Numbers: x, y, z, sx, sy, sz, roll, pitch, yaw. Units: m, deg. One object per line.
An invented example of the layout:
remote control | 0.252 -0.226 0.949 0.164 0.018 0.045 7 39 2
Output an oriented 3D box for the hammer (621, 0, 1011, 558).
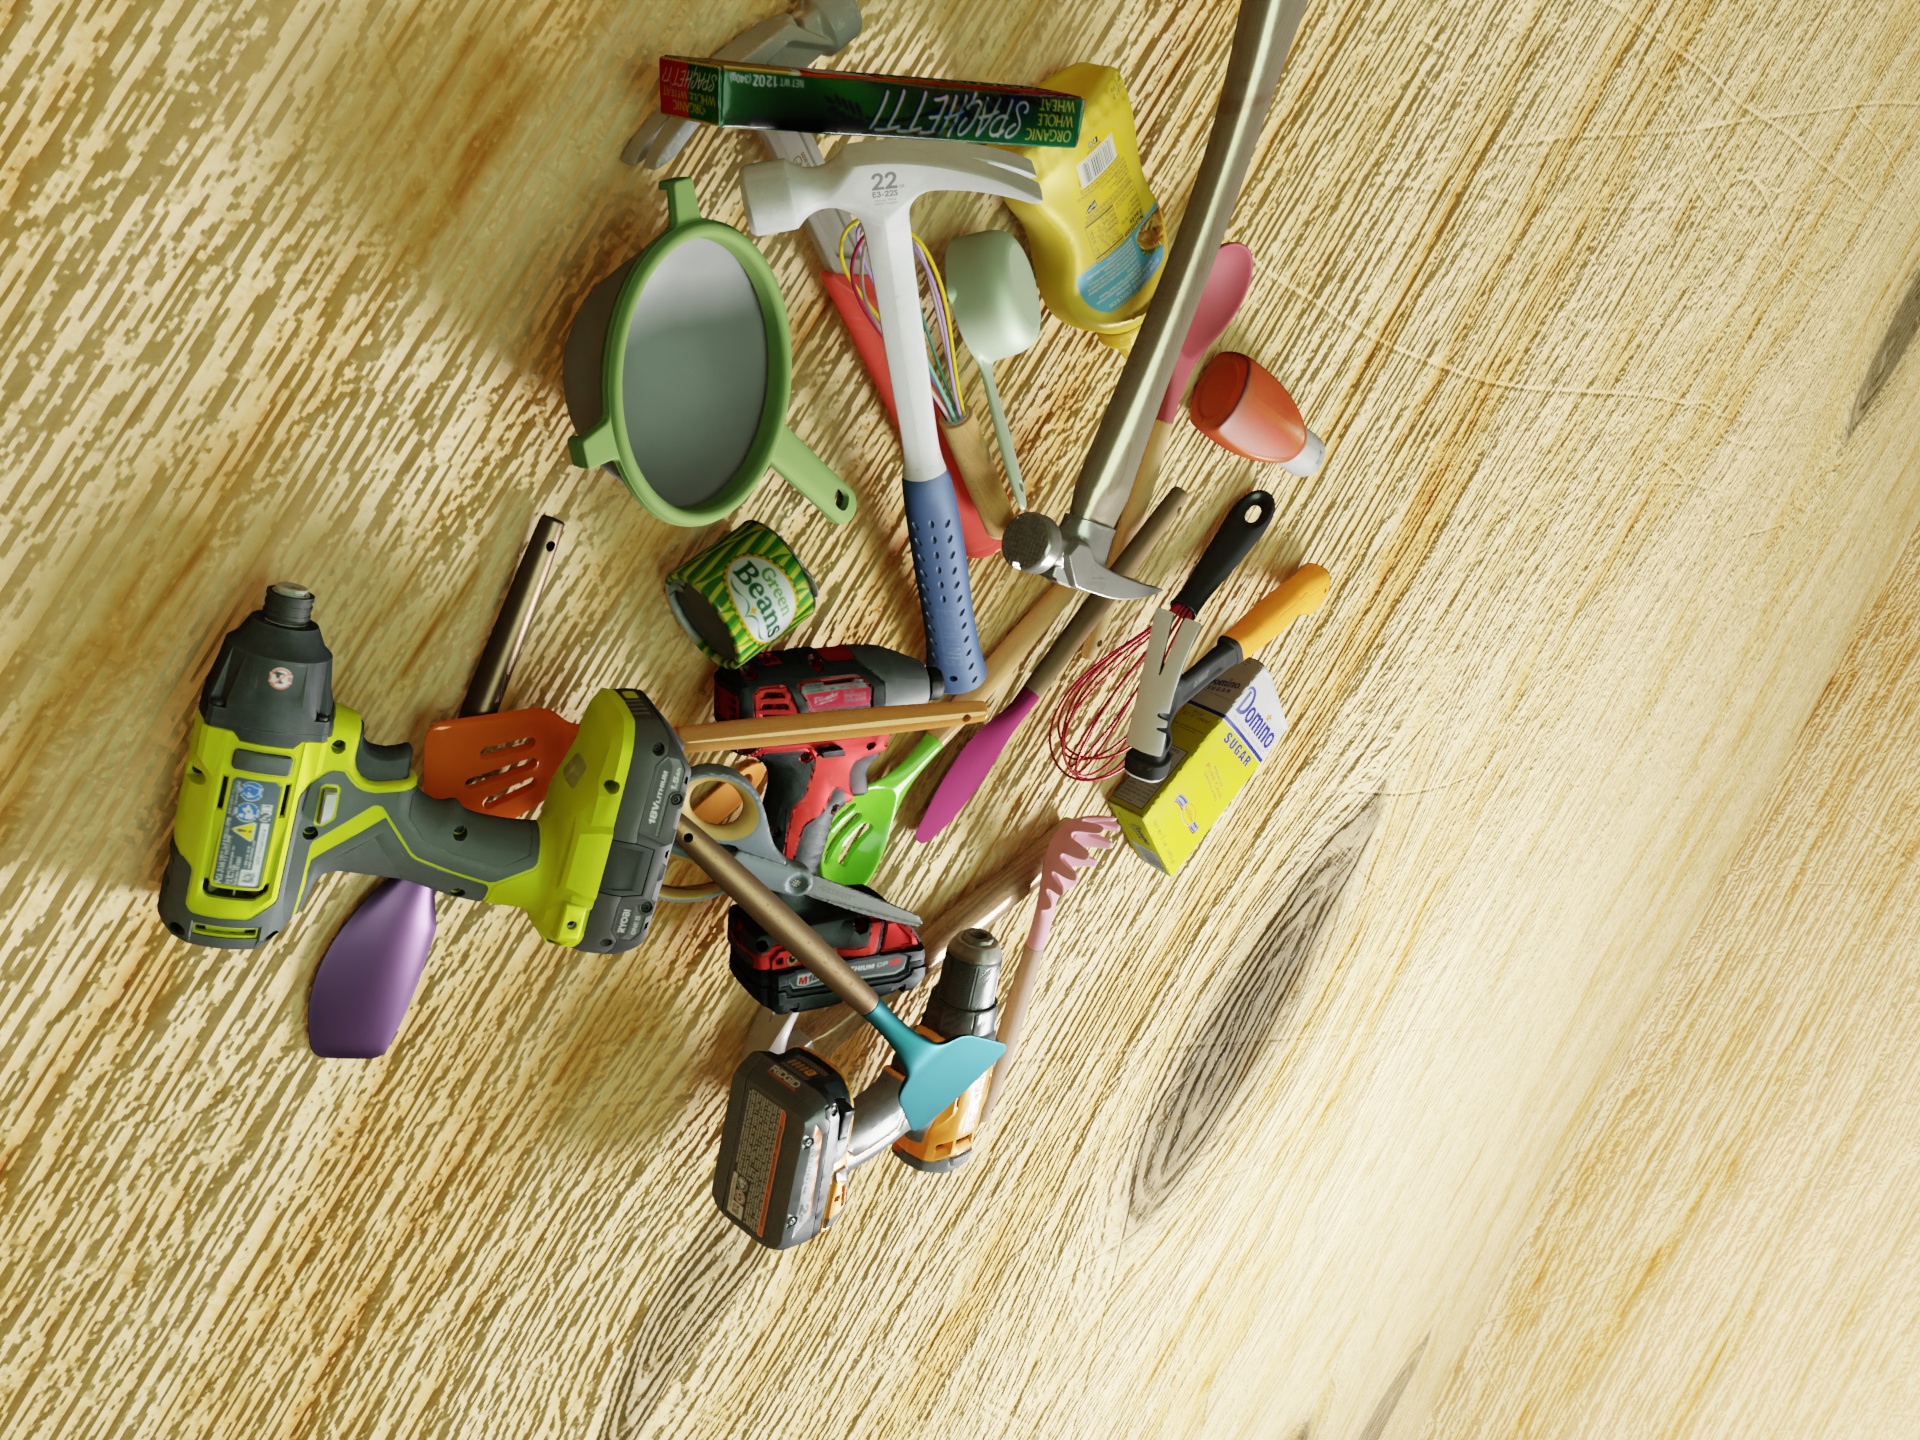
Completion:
hammer | -0.053 -0.221 0.920 0.149 0.037 0.358 -47 138 -18

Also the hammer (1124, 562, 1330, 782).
hammer | 0.219 -0.070 1.231 0.337 0.034 0.127 -34 139 -52

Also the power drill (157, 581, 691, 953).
power drill | -0.255 0.032 0.777 0.223 0.080 0.171 10 105 -29

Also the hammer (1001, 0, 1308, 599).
hammer | 0.146 -0.277 1.011 0.146 0.038 0.410 10 102 -51

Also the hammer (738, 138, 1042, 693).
hammer | -0.016 -0.152 0.916 0.144 0.035 0.405 -9 143 0

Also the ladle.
ladle | 0.141 -0.192 1.154 0.069 0.031 0.315 2 111 -45

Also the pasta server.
pasta server | 0.058 0.200 1.241 0.060 0.040 0.316 -33 144 -53

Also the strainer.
strainer | -0.134 -0.164 0.853 0.256 0.069 0.151 36 68 -64

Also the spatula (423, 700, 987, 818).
spatula | -0.133 0.014 0.891 0.322 0.041 0.081 -6 121 -20

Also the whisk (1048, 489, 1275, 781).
whisk | 0.161 -0.070 1.221 0.296 0.073 0.073 -53 140 -20

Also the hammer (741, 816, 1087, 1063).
hammer | -0.026 0.170 1.171 0.331 0.031 0.129 -36 134 -29

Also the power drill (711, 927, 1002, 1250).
power drill | -0.055 0.247 1.098 0.226 0.084 0.185 -9 117 -50

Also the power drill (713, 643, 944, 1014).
power drill | -0.078 0.060 0.987 0.143 0.079 0.219 -7 108 -26

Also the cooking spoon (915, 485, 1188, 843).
cooking spoon | 0.066 -0.041 1.139 0.319 0.017 0.068 -53 163 -6

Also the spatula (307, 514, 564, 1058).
spatula | -0.274 0.039 0.842 0.059 0.018 0.316 17 99 -47

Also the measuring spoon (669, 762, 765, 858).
measuring spoon | -0.165 0.062 0.981 0.117 0.011 0.021 -42 131 -28

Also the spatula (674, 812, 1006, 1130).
spatula | -0.075 0.151 0.952 0.082 0.044 0.317 -42 122 -3

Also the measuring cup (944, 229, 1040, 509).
measuring cup | 0.032 -0.211 0.952 0.083 0.038 0.167 -17 94 -69

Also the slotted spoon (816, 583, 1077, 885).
slotted spoon | -0.002 -0.004 1.106 0.314 0.031 0.070 -50 139 -18

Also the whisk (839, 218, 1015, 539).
whisk | -0.013 -0.194 0.925 0.047 0.051 0.244 -22 139 5
